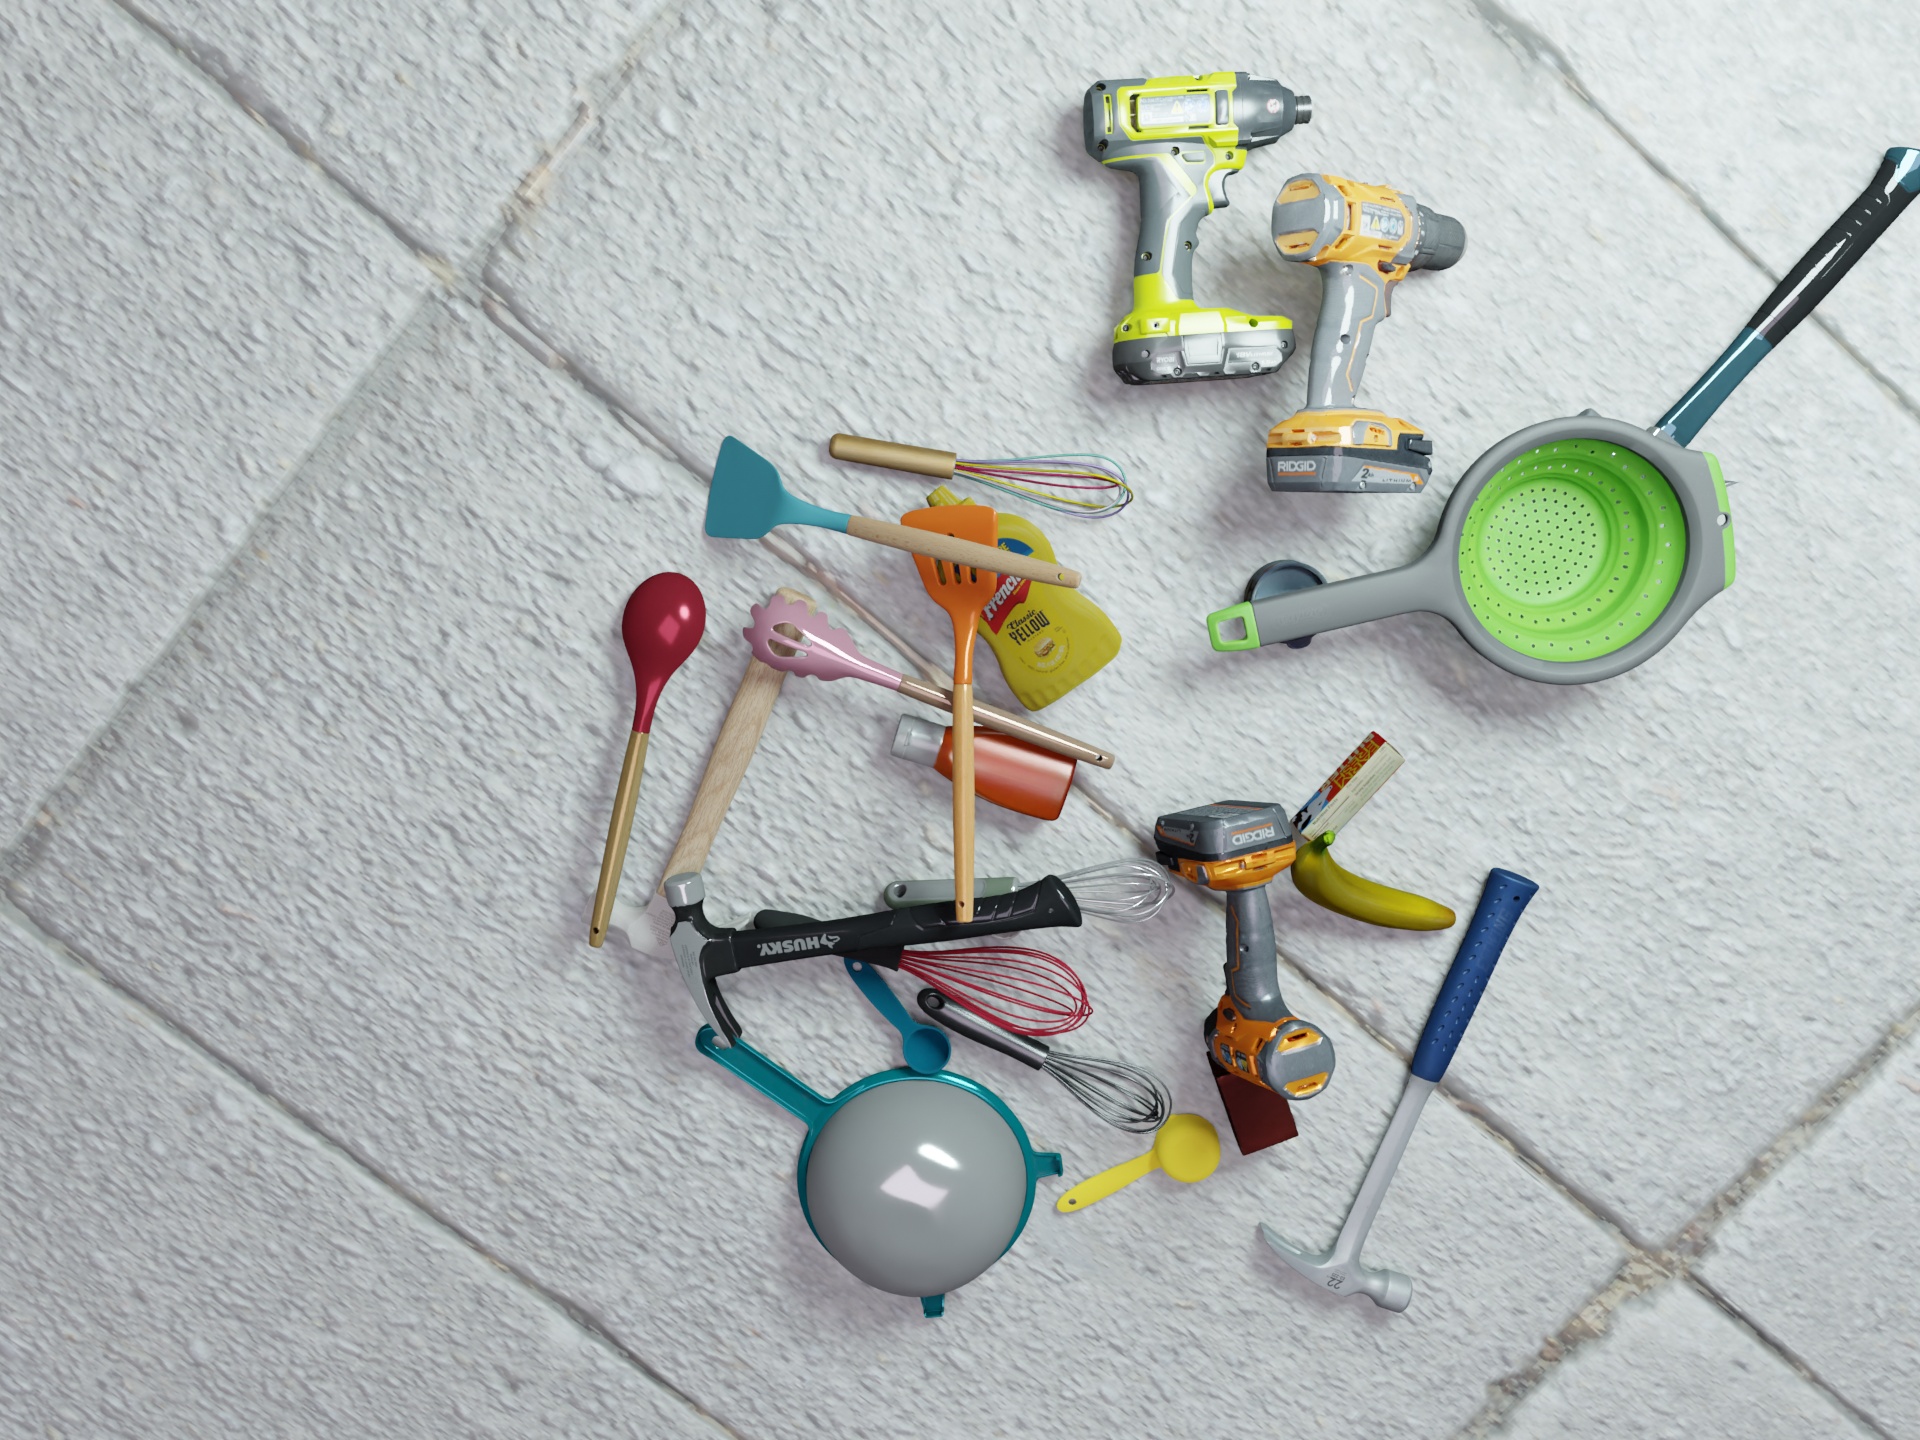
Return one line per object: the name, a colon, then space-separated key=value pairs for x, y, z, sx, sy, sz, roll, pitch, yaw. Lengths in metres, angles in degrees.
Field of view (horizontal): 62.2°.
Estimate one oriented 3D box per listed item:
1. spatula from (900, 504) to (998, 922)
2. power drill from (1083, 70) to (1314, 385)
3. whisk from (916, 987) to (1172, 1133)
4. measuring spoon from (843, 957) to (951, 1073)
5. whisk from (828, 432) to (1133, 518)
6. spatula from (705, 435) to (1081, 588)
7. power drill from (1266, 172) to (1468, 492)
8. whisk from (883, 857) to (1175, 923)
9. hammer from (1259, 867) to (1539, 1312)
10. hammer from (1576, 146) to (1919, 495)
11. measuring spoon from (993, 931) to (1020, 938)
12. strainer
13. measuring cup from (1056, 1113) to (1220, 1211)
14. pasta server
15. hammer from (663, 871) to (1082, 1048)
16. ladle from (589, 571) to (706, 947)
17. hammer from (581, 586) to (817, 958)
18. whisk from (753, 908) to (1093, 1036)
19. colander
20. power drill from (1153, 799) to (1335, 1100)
spatula: x=-0.002 y=-0.004 z=1.237 sx=0.081 sy=0.041 sz=0.322 roll=-1 pitch=89 yaw=21
power drill: x=0.187 y=-0.373 z=1.209 sx=0.171 sy=0.080 sz=0.223 roll=-5 pitch=99 yaw=-4
whisk: x=0.071 y=0.286 z=1.361 sx=0.239 sy=0.055 sz=0.055 roll=26 pitch=100 yaw=-1
measuring spoon: x=-0.056 y=0.248 z=1.370 sx=0.042 sy=0.021 sz=0.128 roll=-40 pitch=90 yaw=8
whisk: x=0.017 y=-0.201 z=1.261 sx=0.245 sy=0.047 sz=0.051 roll=10 pitch=99 yaw=1
spatula: x=-0.057 y=-0.147 z=1.226 sx=0.317 sy=0.044 sz=0.082 roll=16 pitch=100 yaw=13
power drill: x=0.309 y=-0.284 z=1.192 sx=0.185 sy=0.084 sz=0.226 roll=-5 pitch=99 yaw=-37
whisk: x=0.054 y=0.141 z=1.310 sx=0.246 sy=0.059 sz=0.058 roll=-3 pitch=58 yaw=15
hammer: x=0.391 y=0.315 z=1.371 sx=0.144 sy=0.035 sz=0.405 roll=19 pitch=101 yaw=-4
hammer: x=0.633 y=-0.311 z=1.243 sx=0.128 sy=0.033 sz=0.331 roll=39 pitch=99 yaw=-7
measuring spoon: x=-0.007 y=0.169 z=1.354 sx=0.124 sy=0.018 sz=0.034 roll=-3 pitch=116 yaw=7
strainer: x=-0.089 y=0.374 z=1.352 sx=0.340 sy=0.095 sz=0.211 roll=37 pitch=99 yaw=-8
measuring cup: x=0.155 y=0.398 z=1.390 sx=0.156 sy=0.029 sz=0.062 roll=-27 pitch=100 yaw=4
pasta server: x=-0.024 y=-0.023 z=1.275 sx=0.316 sy=0.040 sz=0.060 roll=21 pitch=100 yaw=-8
hammer: x=-0.068 y=0.176 z=1.288 sx=0.335 sy=0.035 sz=0.146 roll=-9 pitch=100 yaw=9
ladle: x=-0.267 y=0.034 z=1.297 sx=0.069 sy=0.031 sz=0.315 roll=14 pitch=96 yaw=8
hammer: x=-0.194 y=0.047 z=1.317 sx=0.130 sy=0.031 sz=0.331 roll=24 pitch=100 yaw=-4
whisk: x=-0.031 y=0.204 z=1.335 sx=0.296 sy=0.073 sz=0.073 roll=15 pitch=101 yaw=4
colander: x=0.388 y=-0.118 z=1.254 sx=0.397 sy=0.094 sz=0.204 roll=-13 pitch=101 yaw=6
power drill: x=0.224 y=0.183 z=1.293 sx=0.084 sy=0.164 sz=0.226 roll=-12 pitch=92 yaw=-16
